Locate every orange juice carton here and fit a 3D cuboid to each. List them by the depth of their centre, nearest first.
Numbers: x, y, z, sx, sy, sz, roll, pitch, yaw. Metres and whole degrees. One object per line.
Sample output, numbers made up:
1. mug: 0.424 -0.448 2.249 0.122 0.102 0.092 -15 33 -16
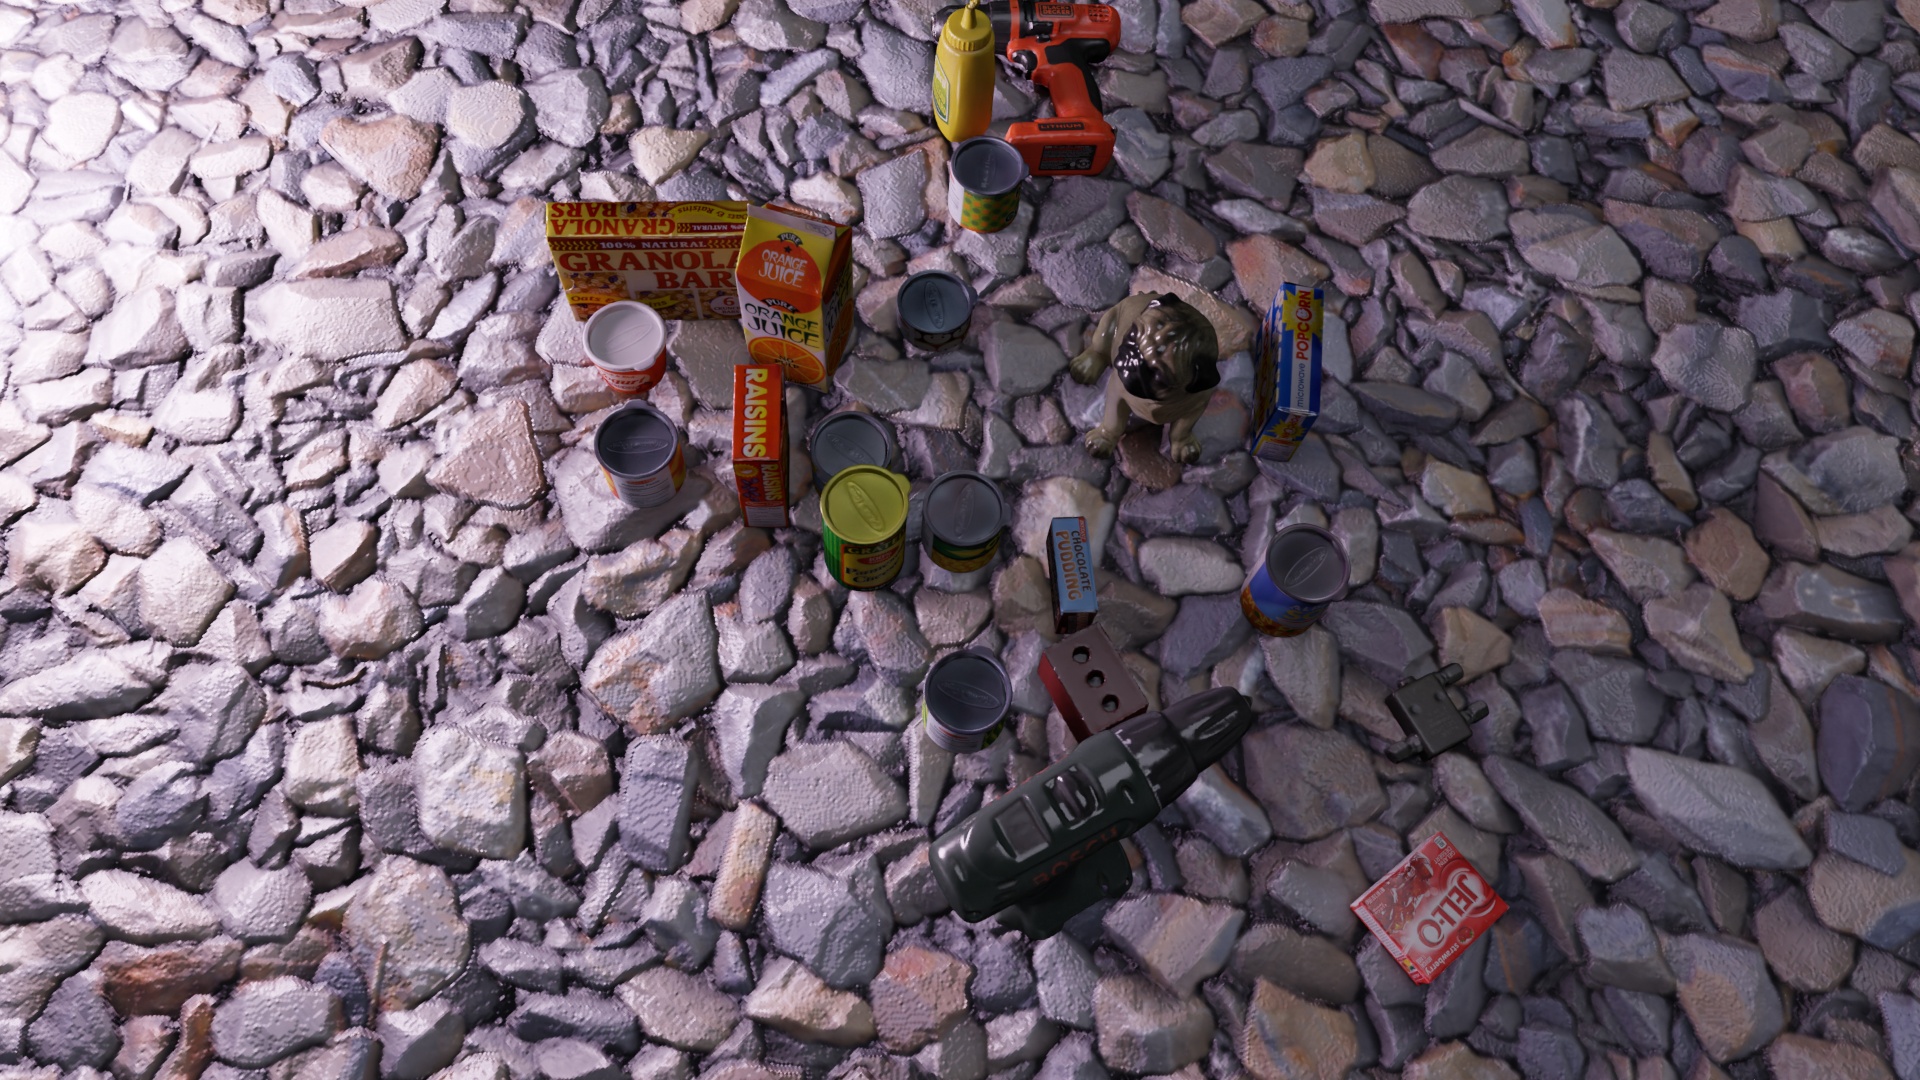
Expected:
1. orange juice carton: -0.131 -0.203 1.119 0.072 0.192 0.073 17 66 4

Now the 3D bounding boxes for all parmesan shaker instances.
1. parmesan shaker: -0.072 -0.009 1.084 0.071 0.102 0.071 1 66 -3

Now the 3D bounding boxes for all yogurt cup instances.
1. yogurt cup: -0.278 -0.159 1.165 0.072 0.053 0.072 1 66 -3

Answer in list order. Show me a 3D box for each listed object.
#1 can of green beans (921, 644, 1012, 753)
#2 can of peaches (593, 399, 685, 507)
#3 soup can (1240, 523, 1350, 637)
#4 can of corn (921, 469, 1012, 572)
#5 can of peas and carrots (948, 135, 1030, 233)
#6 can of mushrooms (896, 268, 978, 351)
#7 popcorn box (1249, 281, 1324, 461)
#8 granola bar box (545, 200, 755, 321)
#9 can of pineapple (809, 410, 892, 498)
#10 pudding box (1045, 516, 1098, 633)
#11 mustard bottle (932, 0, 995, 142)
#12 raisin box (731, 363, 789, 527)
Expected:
1. can of green beans: 0.004 0.123 1.055 0.071 0.057 0.071 1 66 -3
2. can of peaches: -0.258 -0.069 1.124 0.071 0.057 0.071 1 66 -3
3. soup can: 0.265 0.035 1.098 0.071 0.083 0.071 1 66 -3
4. can of corn: 0.004 -0.014 1.116 0.071 0.058 0.071 1 66 -3
5. can of peas and carrots: 0.025 -0.321 1.256 0.071 0.058 0.071 1 66 -3
6. can of mushrooms: -0.020 -0.201 1.212 0.071 0.033 0.071 1 66 -3
7. popcorn box: 0.276 -0.142 1.178 0.038 0.085 0.127 9 66 0
8. granola bar box: -0.250 -0.231 1.161 0.166 0.123 0.039 -2 66 -5
9. can of pineapple: -0.090 -0.063 1.132 0.071 0.057 0.071 1 66 -3
10. pudding box: 0.088 0.028 1.108 0.030 0.049 0.084 -2 66 -5
11. mustard bottle: 0.004 -0.429 1.247 0.049 0.159 0.065 -17 68 -11
12. raisin box: -0.156 -0.073 1.096 0.040 0.123 0.086 0 66 -4
